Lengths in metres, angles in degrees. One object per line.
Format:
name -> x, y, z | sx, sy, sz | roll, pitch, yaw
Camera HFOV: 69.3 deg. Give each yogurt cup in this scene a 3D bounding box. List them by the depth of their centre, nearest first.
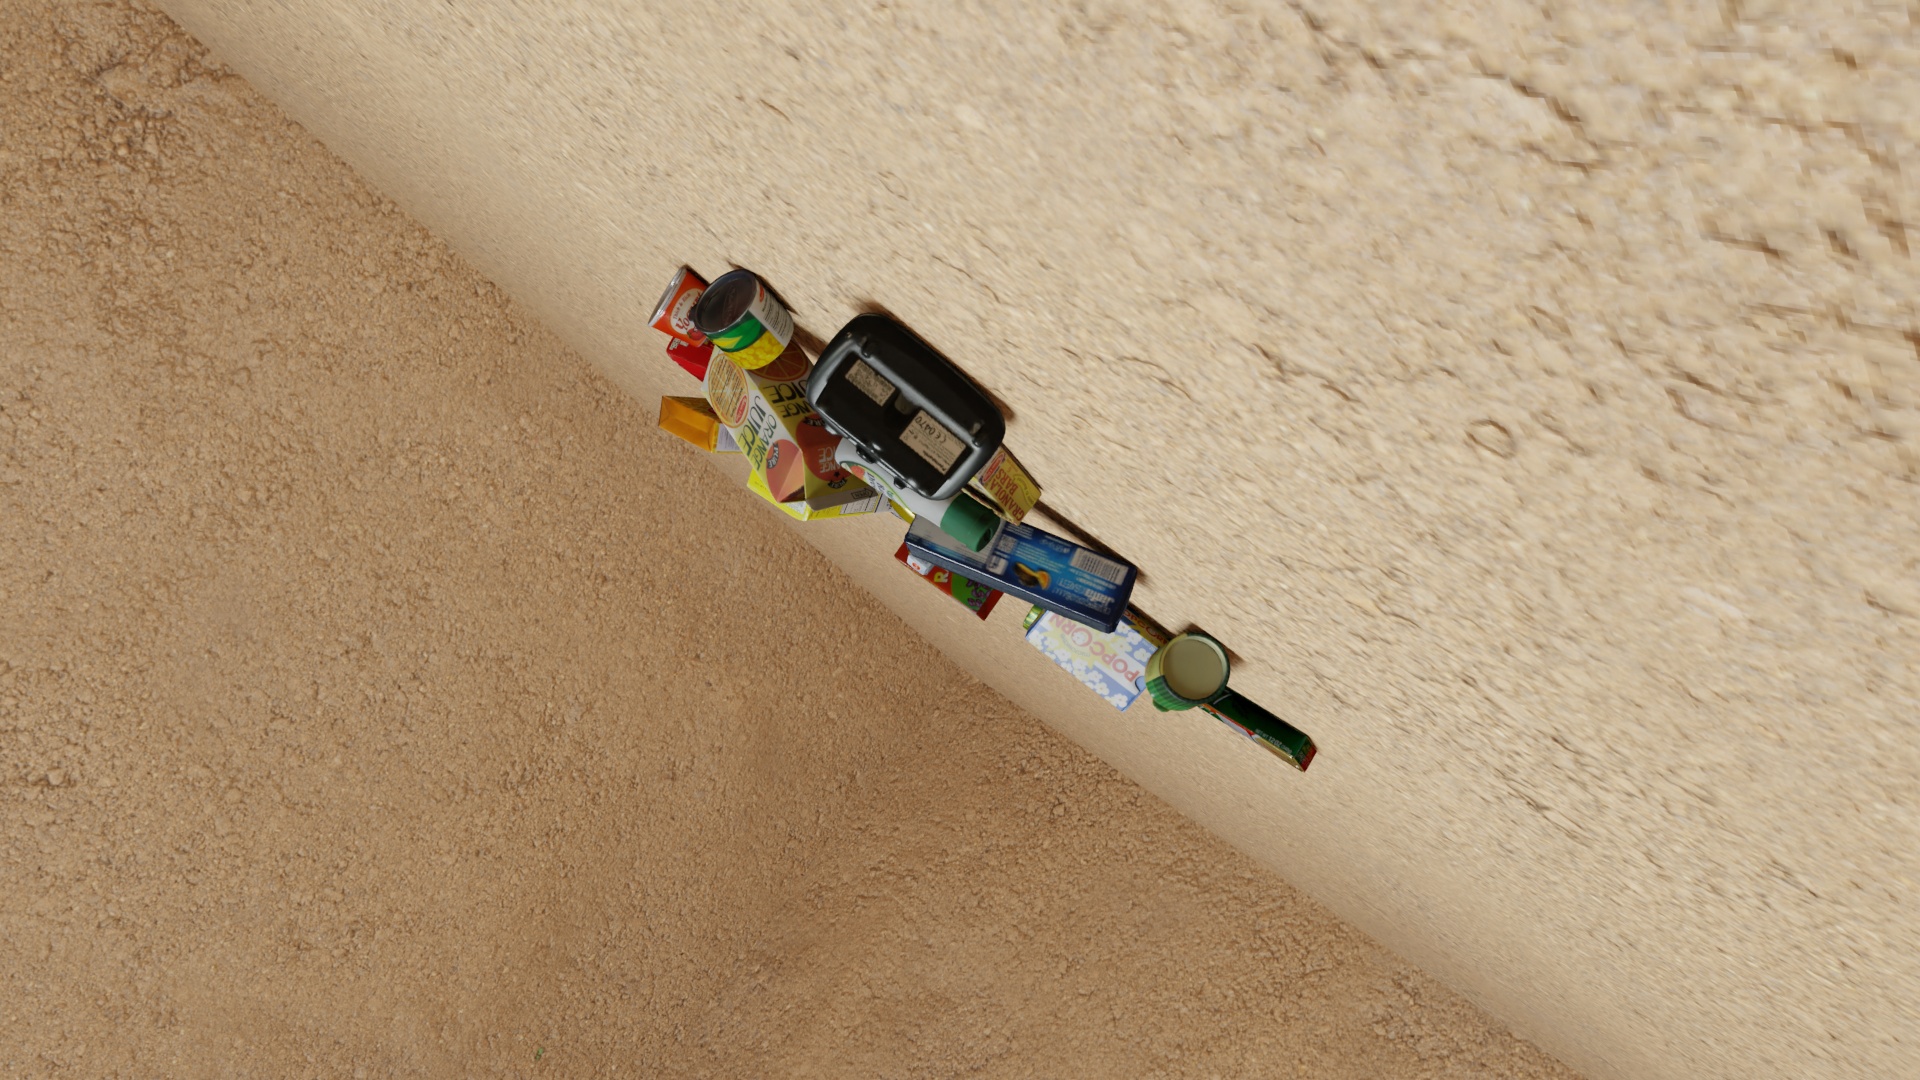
yogurt cup -> -0.268, -0.226, 1.365 | 0.054, 0.072, 0.072 | 31, 175, -20

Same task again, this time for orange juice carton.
orange juice carton -> -0.151, -0.101, 1.246 | 0.193, 0.072, 0.072 | 53, 137, 25

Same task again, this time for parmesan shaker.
parmesan shaker -> 0.209, 0.126, 1.292 | 0.071, 0.071, 0.103 | 36, 172, 6

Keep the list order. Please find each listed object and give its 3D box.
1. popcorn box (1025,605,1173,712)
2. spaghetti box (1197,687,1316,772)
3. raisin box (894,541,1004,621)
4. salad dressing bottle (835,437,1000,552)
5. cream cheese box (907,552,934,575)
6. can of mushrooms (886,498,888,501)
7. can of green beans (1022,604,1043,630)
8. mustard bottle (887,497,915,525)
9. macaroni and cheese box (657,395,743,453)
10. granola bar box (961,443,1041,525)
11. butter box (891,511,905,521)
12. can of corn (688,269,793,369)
popcorn box -> 0.140, 0.100, 1.389 | 0.127, 0.085, 0.038 | 37, -153, 0
spaghetti box -> 0.258, 0.161, 1.455 | 0.250, 0.029, 0.050 | 32, 171, 35
raisin box -> 0.000, 0.020, 1.555 | 0.123, 0.086, 0.040 | 34, 176, 23
salad dressing bottle -> -0.035, -0.045, 1.164 | 0.148, 0.044, 0.064 | 34, 171, 15
cream cheese box -> -0.009, -0.015, 1.309 | 0.024, 0.104, 0.053 | 38, 171, 1
can of mushrooms -> -0.050, -0.041, 1.618 | 0.071, 0.033, 0.071 | 37, 173, 6
can of green beans -> 0.110, 0.086, 1.530 | 0.058, 0.071, 0.071 | 36, 172, 11
mustard bottle -> 0.005, -0.018, 1.396 | 0.160, 0.065, 0.049 | 35, 169, -15
macaroni and cheese box -> -0.243, -0.132, 1.602 | 0.167, 0.040, 0.124 | -2, -161, -41
granola bar box -> -0.022, -0.086, 1.182 | 0.166, 0.039, 0.124 | 30, 170, 42
butter box -> -0.098, -0.062, 1.746 | 0.103, 0.024, 0.053 | 41, 171, -31
can of corn -> -0.188, -0.189, 1.197 | 0.071, 0.071, 0.058 | 30, 170, 41
